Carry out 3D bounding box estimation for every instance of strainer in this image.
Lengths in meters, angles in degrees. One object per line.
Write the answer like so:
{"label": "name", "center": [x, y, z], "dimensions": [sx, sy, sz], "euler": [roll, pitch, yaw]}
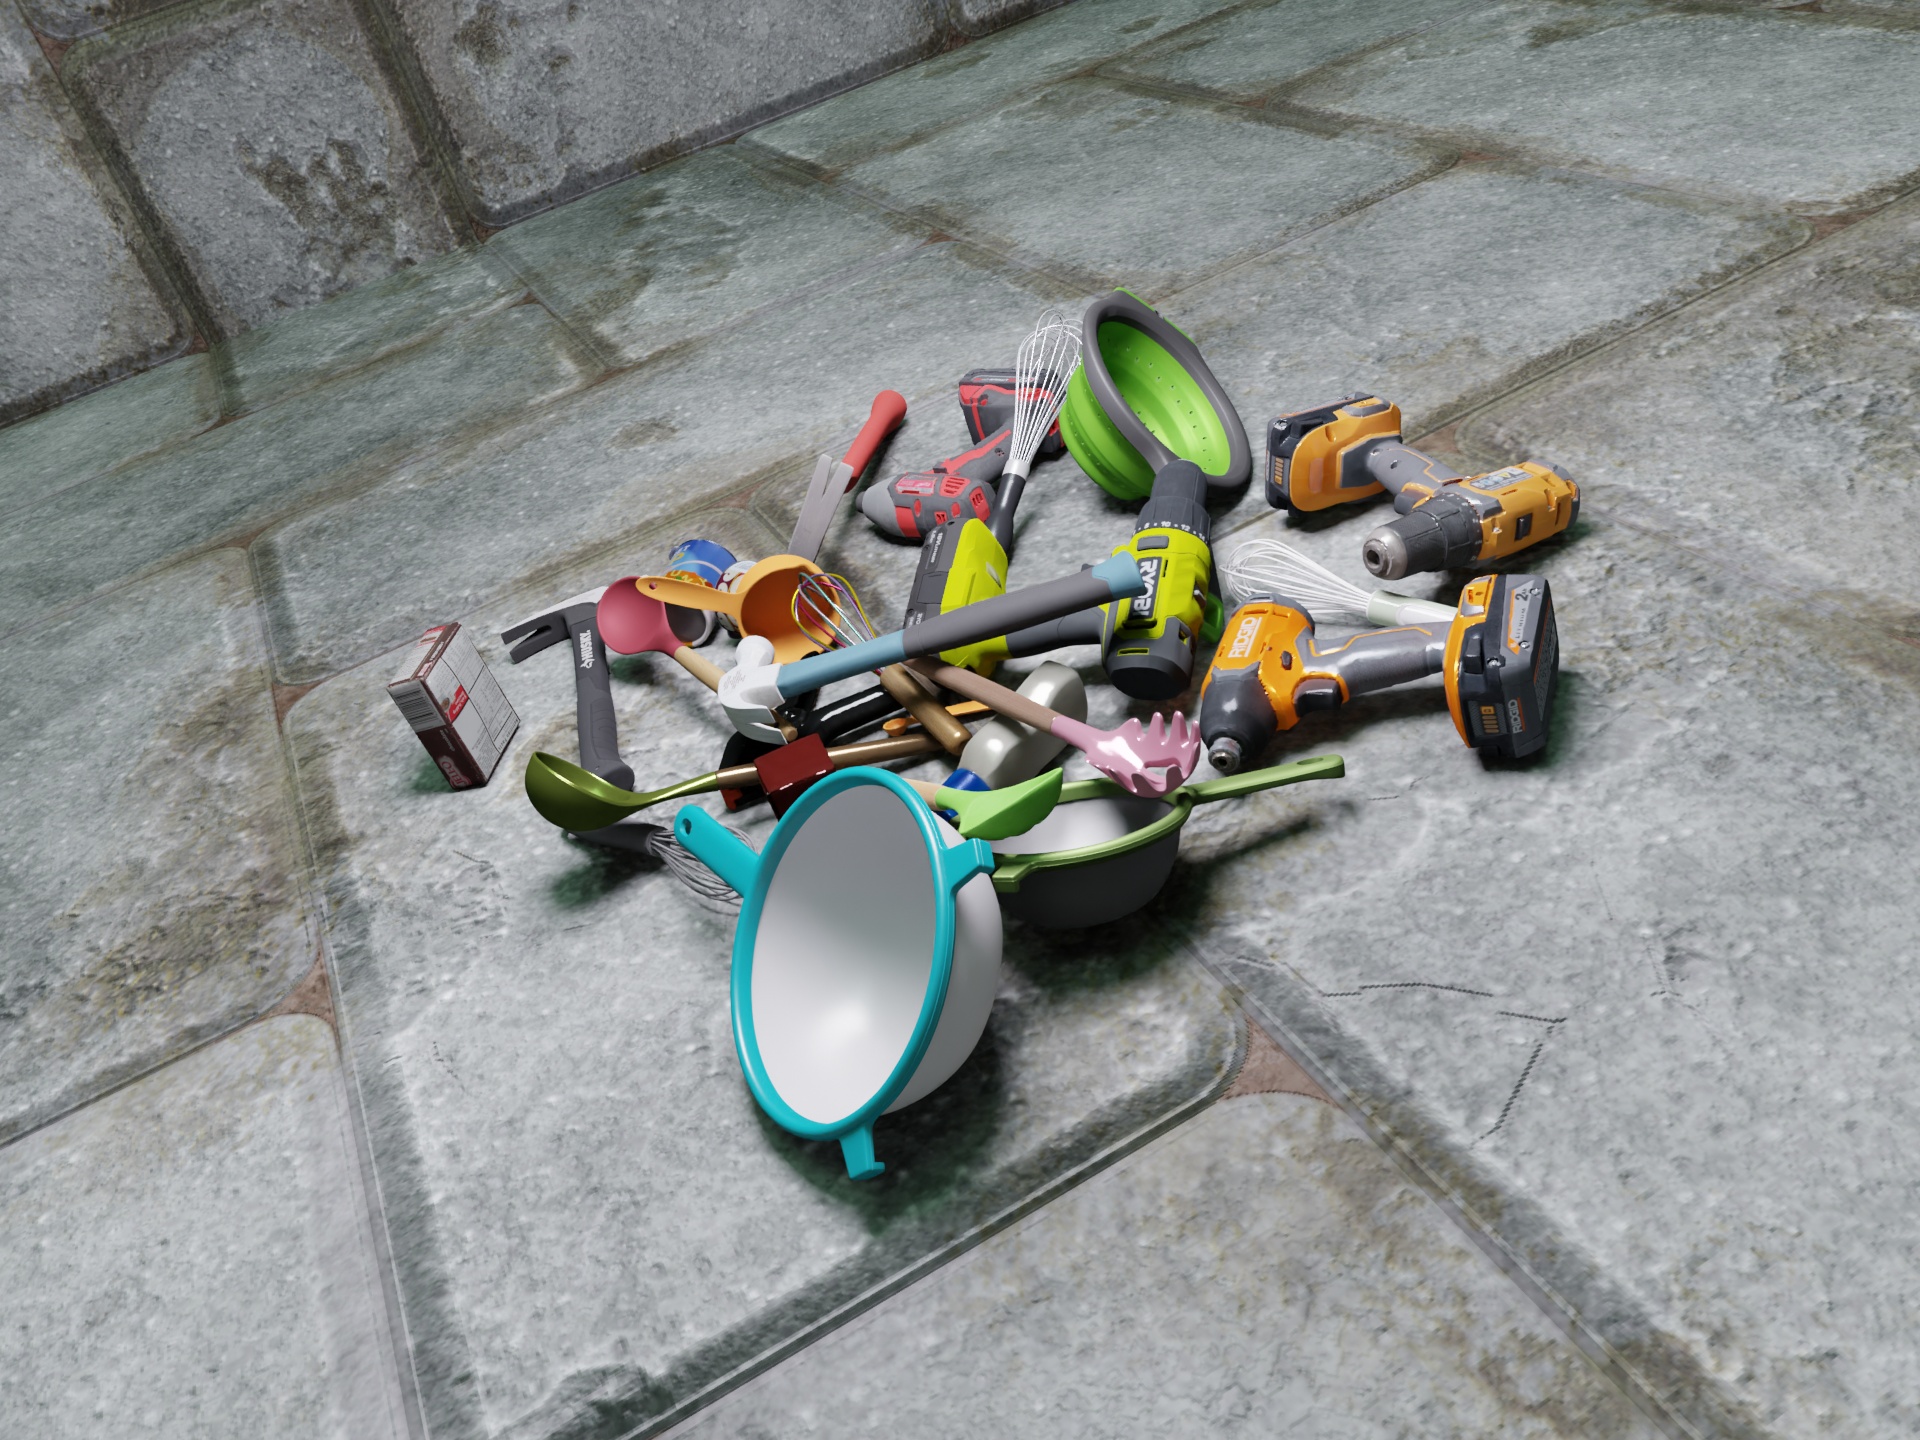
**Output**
{"label": "strainer", "center": [-0.074, 0.121, 0.977], "dimensions": [0.095, 0.211, 0.341], "euler": [16, 6, -35]}
{"label": "strainer", "center": [0.125, 0.078, 1.002], "dimensions": [0.256, 0.069, 0.151], "euler": [-12, 12, -10]}

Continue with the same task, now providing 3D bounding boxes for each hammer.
{"label": "hammer", "center": [-0.026, -0.060, 1.148], "dimensions": [0.331, 0.033, 0.128], "euler": [-16, 31, 16]}
{"label": "hammer", "center": [-0.102, -0.253, 1.542], "dimensions": [0.036, 0.149, 0.359], "euler": [24, 33, -3]}
{"label": "hammer", "center": [-0.324, -0.023, 1.380], "dimensions": [0.146, 0.035, 0.335], "euler": [-20, 34, -4]}

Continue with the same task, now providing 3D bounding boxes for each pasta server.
{"label": "pasta server", "center": [0.047, -0.010, 1.072], "dimensions": [0.060, 0.040, 0.316], "euler": [-39, 36, -20]}

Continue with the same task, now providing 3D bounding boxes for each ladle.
{"label": "ladle", "center": [-0.154, 0.027, 1.163], "dimensions": [0.320, 0.062, 0.078], "euler": [-10, 10, -11]}
{"label": "ladle", "center": [-0.216, -0.047, 1.302], "dimensions": [0.316, 0.031, 0.069], "euler": [32, 95, 47]}

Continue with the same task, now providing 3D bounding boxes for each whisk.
{"label": "whisk", "center": [0.058, -0.251, 1.433], "dimensions": [0.070, 0.070, 0.285], "euler": [4, 65, 30]}
{"label": "whisk", "center": [-0.063, -0.049, 1.227], "dimensions": [0.047, 0.051, 0.245], "euler": [-24, 45, -24]}
{"label": "whisk", "center": [0.298, -0.087, 1.171], "dimensions": [0.246, 0.057, 0.059], "euler": [20, 18, 38]}
{"label": "whisk", "center": [-0.224, 0.091, 1.163], "dimensions": [0.239, 0.055, 0.055], "euler": [10, 42, 42]}

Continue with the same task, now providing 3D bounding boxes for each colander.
{"label": "colander", "center": [0.157, -0.200, 1.353], "dimensions": [0.094, 0.204, 0.398], "euler": [-38, 39, 35]}

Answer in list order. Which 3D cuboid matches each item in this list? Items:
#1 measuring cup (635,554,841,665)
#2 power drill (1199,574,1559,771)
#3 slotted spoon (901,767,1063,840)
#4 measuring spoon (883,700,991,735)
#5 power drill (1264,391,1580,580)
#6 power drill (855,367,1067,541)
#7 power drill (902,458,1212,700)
{"label": "measuring cup", "center": [-0.188, -0.105, 1.342], "dimensions": [0.173, 0.095, 0.052], "euler": [11, 20, -18]}
{"label": "power drill", "center": [0.272, -0.025, 1.065], "dimensions": [0.226, 0.084, 0.164], "euler": [-3, 37, 29]}
{"label": "slotted spoon", "center": [-0.019, 0.049, 1.048], "dimensions": [0.070, 0.031, 0.314], "euler": [-33, 14, -21]}
{"label": "measuring spoon", "center": [-0.002, -0.004, 1.226], "dimensions": [0.117, 0.011, 0.021], "euler": [-12, 20, 3]}
{"label": "power drill", "center": [0.331, -0.176, 1.233], "dimensions": [0.185, 0.084, 0.226], "euler": [-21, 35, -25]}
{"label": "power drill", "center": [0.004, -0.248, 1.515], "dimensions": [0.143, 0.078, 0.220], "euler": [9, 45, 35]}
{"label": "power drill", "center": [0.082, -0.107, 1.217], "dimensions": [0.228, 0.080, 0.191], "euler": [-2, 61, 29]}
